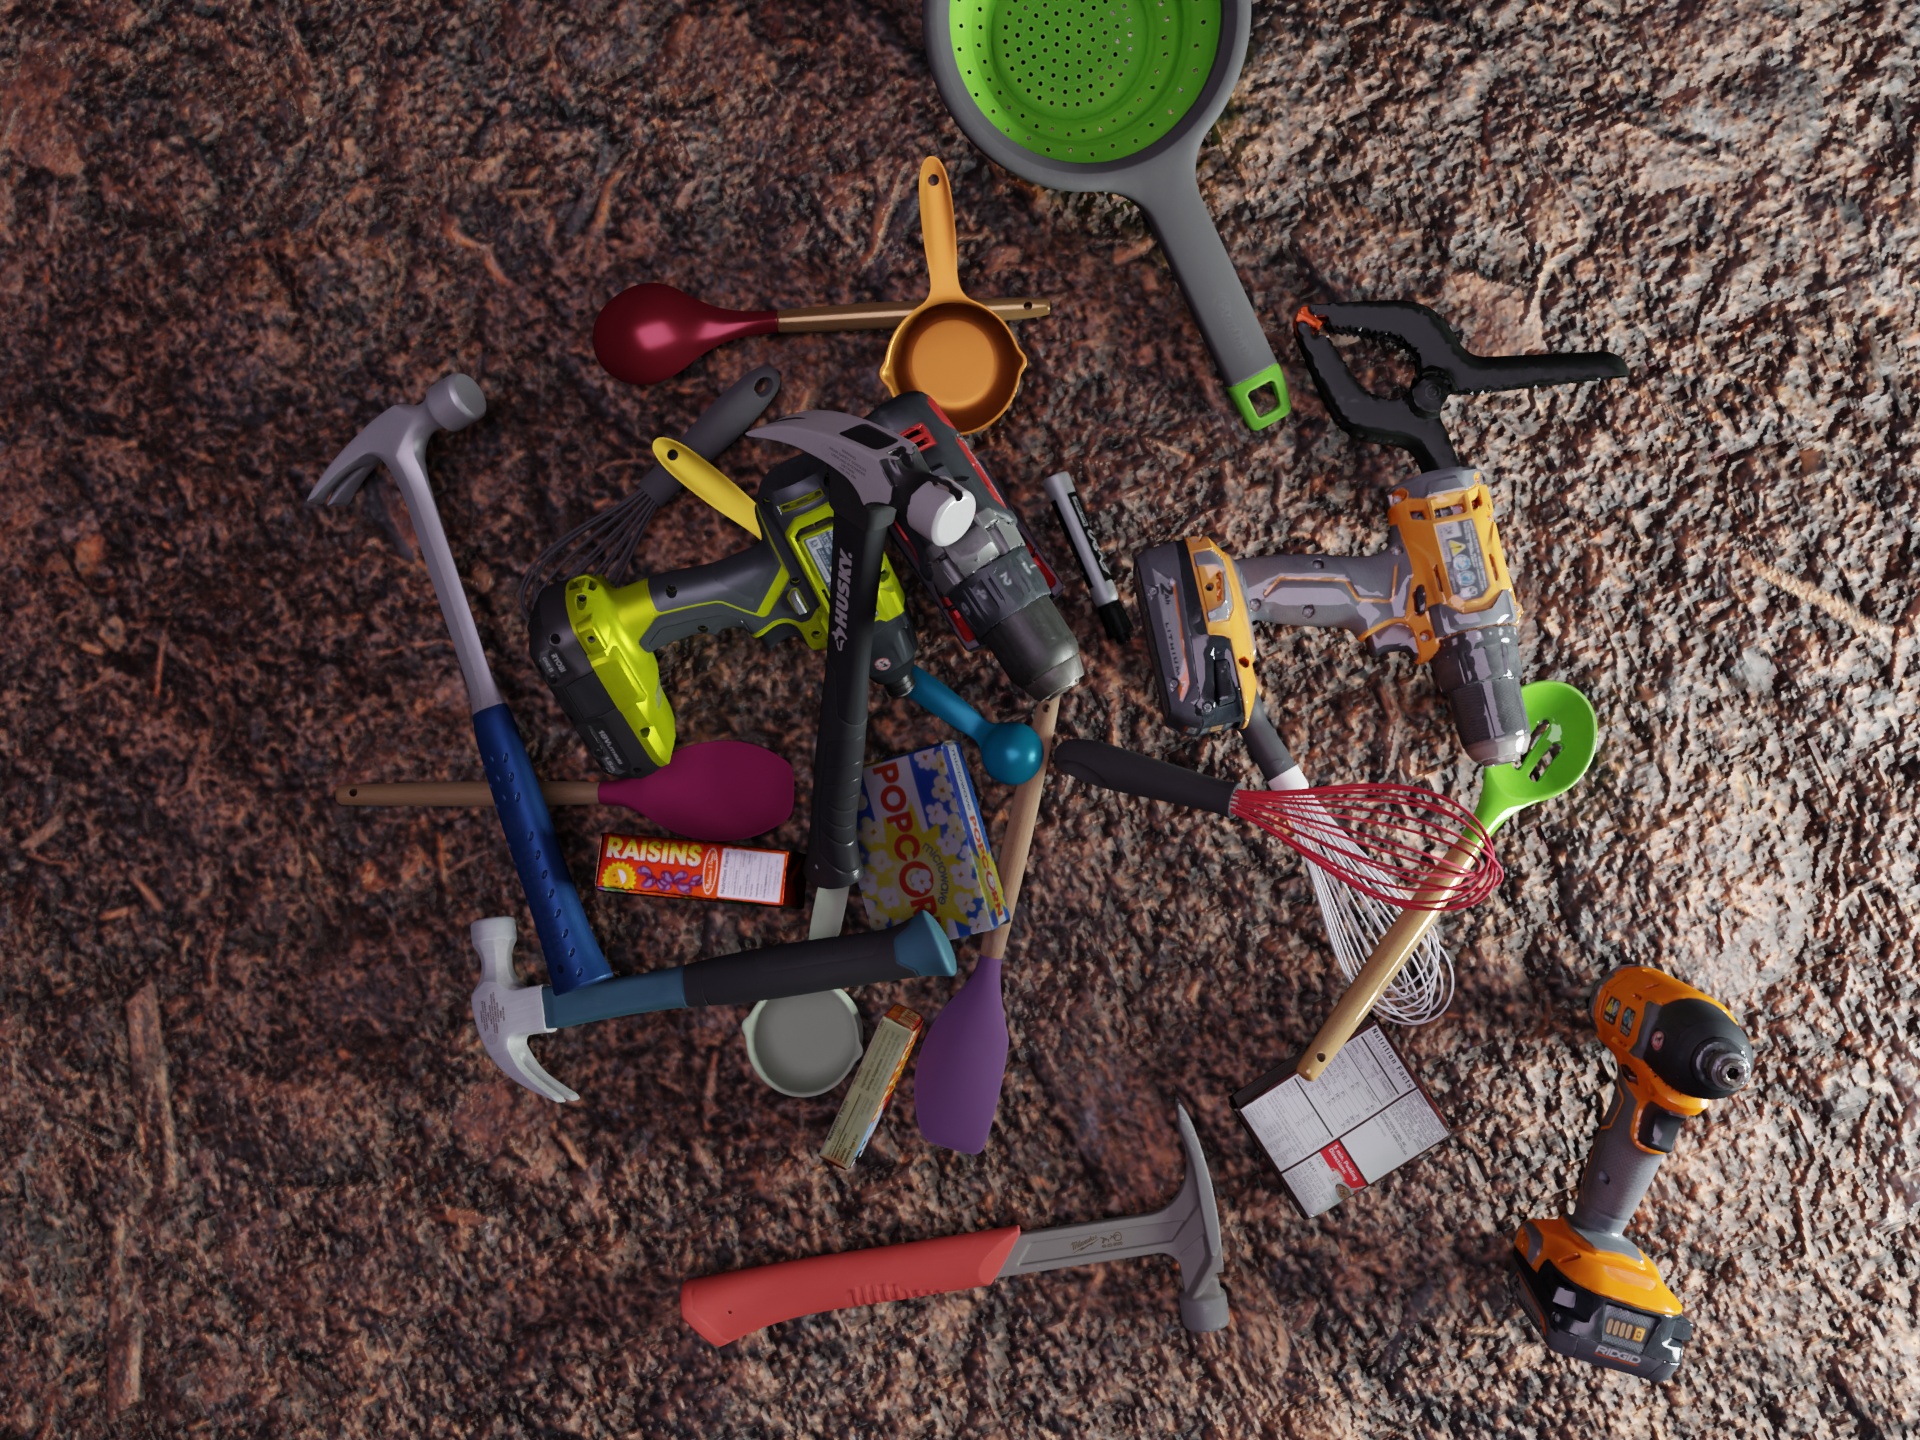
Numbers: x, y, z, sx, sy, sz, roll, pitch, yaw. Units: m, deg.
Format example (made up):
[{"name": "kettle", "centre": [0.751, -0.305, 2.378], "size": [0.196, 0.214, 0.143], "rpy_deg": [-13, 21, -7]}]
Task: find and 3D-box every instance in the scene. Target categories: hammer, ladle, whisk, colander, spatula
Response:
[{"name": "hammer", "centre": [-0.165, 0.170, 1.040], "size": [0.331, 0.033, 0.128], "rpy_deg": [-11, 78, 12]}, {"name": "hammer", "centre": [-0.009, 0.350, 1.054], "size": [0.359, 0.036, 0.149], "rpy_deg": [-10, 88, 4]}, {"name": "ladle", "centre": [-0.097, -0.270, 1.076], "size": [0.315, 0.031, 0.069], "rpy_deg": [-3, 91, 3]}, {"name": "whisk", "centre": [-0.206, -0.150, 1.073], "size": [0.055, 0.055, 0.239], "rpy_deg": [44, 88, 4]}, {"name": "hammer", "centre": [-0.318, -0.015, 1.048], "size": [0.144, 0.035, 0.405], "rpy_deg": [-23, 83, 22]}, {"name": "whisk", "centre": [0.230, 0.069, 1.031], "size": [0.070, 0.070, 0.285], "rpy_deg": [-30, 83, 3]}, {"name": "colander", "centre": [0.113, -0.375, 1.039], "size": [0.204, 0.094, 0.397], "rpy_deg": [-28, 105, 3]}, {"name": "hammer", "centre": [-0.071, -0.026, 0.936], "size": [0.146, 0.334, 0.035], "rpy_deg": [37, 47, 29]}, {"name": "spatula", "centre": [0.024, 0.132, 1.063], "size": [0.060, 0.018, 0.316], "rpy_deg": [14, 91, 12]}, {"name": "whisk", "centre": [0.190, 0.054, 0.992], "size": [0.296, 0.073, 0.073], "rpy_deg": [15, 90, 29]}]

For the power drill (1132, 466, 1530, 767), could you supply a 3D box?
[{"name": "power drill", "centre": [0.235, -0.047, 0.987], "size": [0.226, 0.084, 0.185], "rpy_deg": [-12, 81, 2]}]

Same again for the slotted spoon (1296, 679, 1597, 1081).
[{"name": "slotted spoon", "centre": [0.300, 0.098, 0.993], "size": [0.070, 0.031, 0.314], "rpy_deg": [39, 72, 4]}]

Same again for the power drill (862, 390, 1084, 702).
[{"name": "power drill", "centre": [0.013, -0.093, 0.962], "size": [0.080, 0.226, 0.188], "rpy_deg": [-33, 87, 3]}]

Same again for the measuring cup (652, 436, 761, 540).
[{"name": "measuring cup", "centre": [-0.140, -0.138, 1.063], "size": [0.156, 0.029, 0.062], "rpy_deg": [38, 97, -4]}]

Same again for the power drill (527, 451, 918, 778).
[{"name": "power drill", "centre": [-0.146, -0.056, 1.027], "size": [0.223, 0.080, 0.171], "rpy_deg": [-22, 120, 7]}]

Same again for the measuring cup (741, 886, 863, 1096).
[{"name": "measuring cup", "centre": [-0.093, 0.166, 1.064], "size": [0.083, 0.038, 0.167], "rpy_deg": [11, 86, 8]}]

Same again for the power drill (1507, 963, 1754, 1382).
[{"name": "power drill", "centre": [0.411, 0.270, 0.960], "size": [0.084, 0.164, 0.226], "rpy_deg": [15, 92, 4]}]

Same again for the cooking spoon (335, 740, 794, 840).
[{"name": "cooking spoon", "centre": [-0.271, 0.049, 1.087], "size": [0.319, 0.017, 0.069], "rpy_deg": [-1, 80, 4]}]

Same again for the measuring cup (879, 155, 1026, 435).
[{"name": "measuring cup", "centre": [-0.009, -0.274, 1.035], "size": [0.095, 0.052, 0.173], "rpy_deg": [-6, 105, 2]}]

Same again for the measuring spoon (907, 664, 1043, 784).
[{"name": "measuring spoon", "centre": [-0.002, -0.003, 1.056], "size": [0.129, 0.021, 0.042], "rpy_deg": [36, 96, 13]}]
